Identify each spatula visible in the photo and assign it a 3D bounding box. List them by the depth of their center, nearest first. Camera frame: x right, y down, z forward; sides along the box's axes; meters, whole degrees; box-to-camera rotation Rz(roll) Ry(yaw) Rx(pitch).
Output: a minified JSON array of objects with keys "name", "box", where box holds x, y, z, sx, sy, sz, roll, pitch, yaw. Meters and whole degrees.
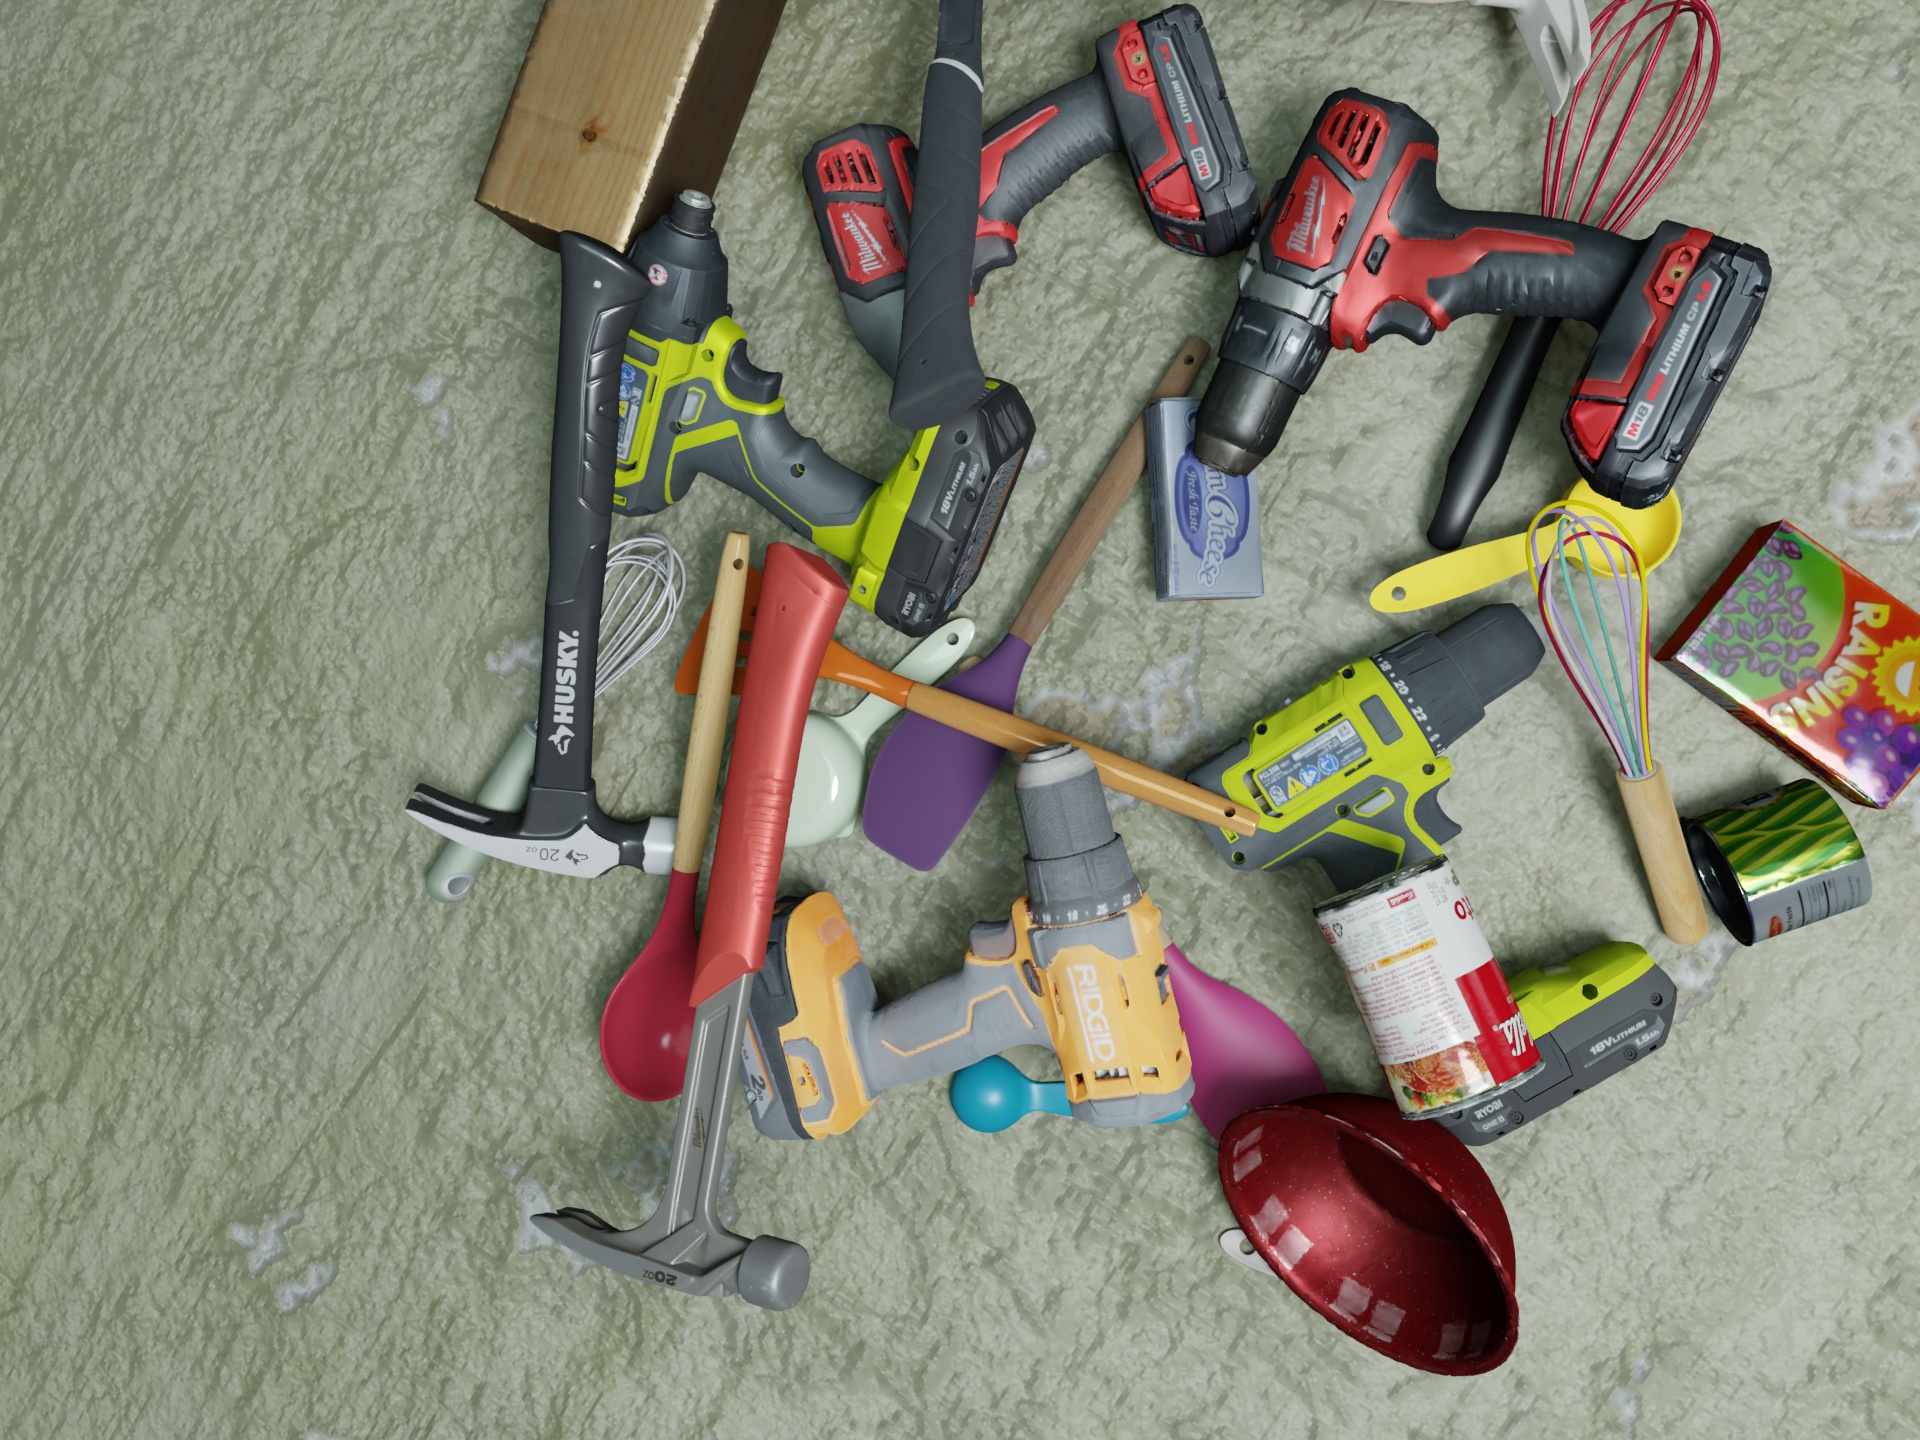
[{"name":"spatula","box":[-0.001,-0.003,0.816,0.323,0.041,0.081,21,77,14]},{"name":"spatula","box":[0.043,-0.066,0.836,0.060,0.018,0.316,32,91,6]}]

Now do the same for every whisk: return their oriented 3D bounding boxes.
[{"name":"whisk","box":[0.317,0.006,0.749,0.047,0.051,0.244,-17,113,22]},{"name":"whisk","box":[0.295,-0.223,0.785,0.073,0.073,0.296,23,99,8]},{"name":"whisk","box":[-0.228,0.001,0.884,0.246,0.057,0.059,-55,48,9]}]

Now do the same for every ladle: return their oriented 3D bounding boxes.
[{"name":"ladle","box":[-0.142,0.054,0.841,0.069,0.031,0.315,3,107,-30]}]

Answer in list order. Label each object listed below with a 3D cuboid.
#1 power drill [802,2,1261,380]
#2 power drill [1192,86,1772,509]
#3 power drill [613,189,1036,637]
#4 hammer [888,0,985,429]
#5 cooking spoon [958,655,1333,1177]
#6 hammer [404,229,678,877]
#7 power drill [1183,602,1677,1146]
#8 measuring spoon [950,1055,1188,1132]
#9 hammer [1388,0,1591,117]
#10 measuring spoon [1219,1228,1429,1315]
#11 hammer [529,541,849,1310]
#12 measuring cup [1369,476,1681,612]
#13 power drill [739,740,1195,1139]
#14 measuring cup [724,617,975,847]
[{"name":"power drill","box":[0.036,-0.262,0.820,0.219,0.078,0.143,-18,87,12]},{"name":"power drill","box":[0.231,-0.173,0.744,0.227,0.080,0.188,28,102,21]},{"name":"power drill","box":[-0.084,-0.153,0.815,0.223,0.080,0.171,27,123,7]},{"name":"hammer","box":[-0.006,-0.333,0.783,0.149,0.036,0.409,-2,73,20]},{"name":"cooking spoon","box":[0.091,0.100,0.840,0.069,0.017,0.319,-35,84,15]},{"name":"hammer","box":[-0.202,-0.077,0.814,0.146,0.035,0.334,6,110,-8]},{"name":"power drill","box":[0.246,0.071,0.787,0.190,0.080,0.228,-33,83,9]},{"name":"measuring spoon","box":[0.056,0.203,0.846,0.128,0.021,0.042,1,91,11]},{"name":"hammer","box":[0.089,-0.346,0.733,0.410,0.038,0.146,-3,63,-11]},{"name":"measuring spoon","box":[0.197,0.288,0.830,0.124,0.018,0.034,13,81,16]},{"name":"hammer","box":[-0.116,0.091,0.778,0.149,0.036,0.359,7,86,28]},{"name":"measuring cup","box":[0.279,-0.083,0.797,0.156,0.029,0.062,-18,88,5]},{"name":"power drill","box":[-0.008,0.116,0.798,0.226,0.084,0.185,-11,97,22]},{"name":"measuring cup","box":[-0.058,0.002,0.854,0.167,0.038,0.083,-42,84,10]}]
